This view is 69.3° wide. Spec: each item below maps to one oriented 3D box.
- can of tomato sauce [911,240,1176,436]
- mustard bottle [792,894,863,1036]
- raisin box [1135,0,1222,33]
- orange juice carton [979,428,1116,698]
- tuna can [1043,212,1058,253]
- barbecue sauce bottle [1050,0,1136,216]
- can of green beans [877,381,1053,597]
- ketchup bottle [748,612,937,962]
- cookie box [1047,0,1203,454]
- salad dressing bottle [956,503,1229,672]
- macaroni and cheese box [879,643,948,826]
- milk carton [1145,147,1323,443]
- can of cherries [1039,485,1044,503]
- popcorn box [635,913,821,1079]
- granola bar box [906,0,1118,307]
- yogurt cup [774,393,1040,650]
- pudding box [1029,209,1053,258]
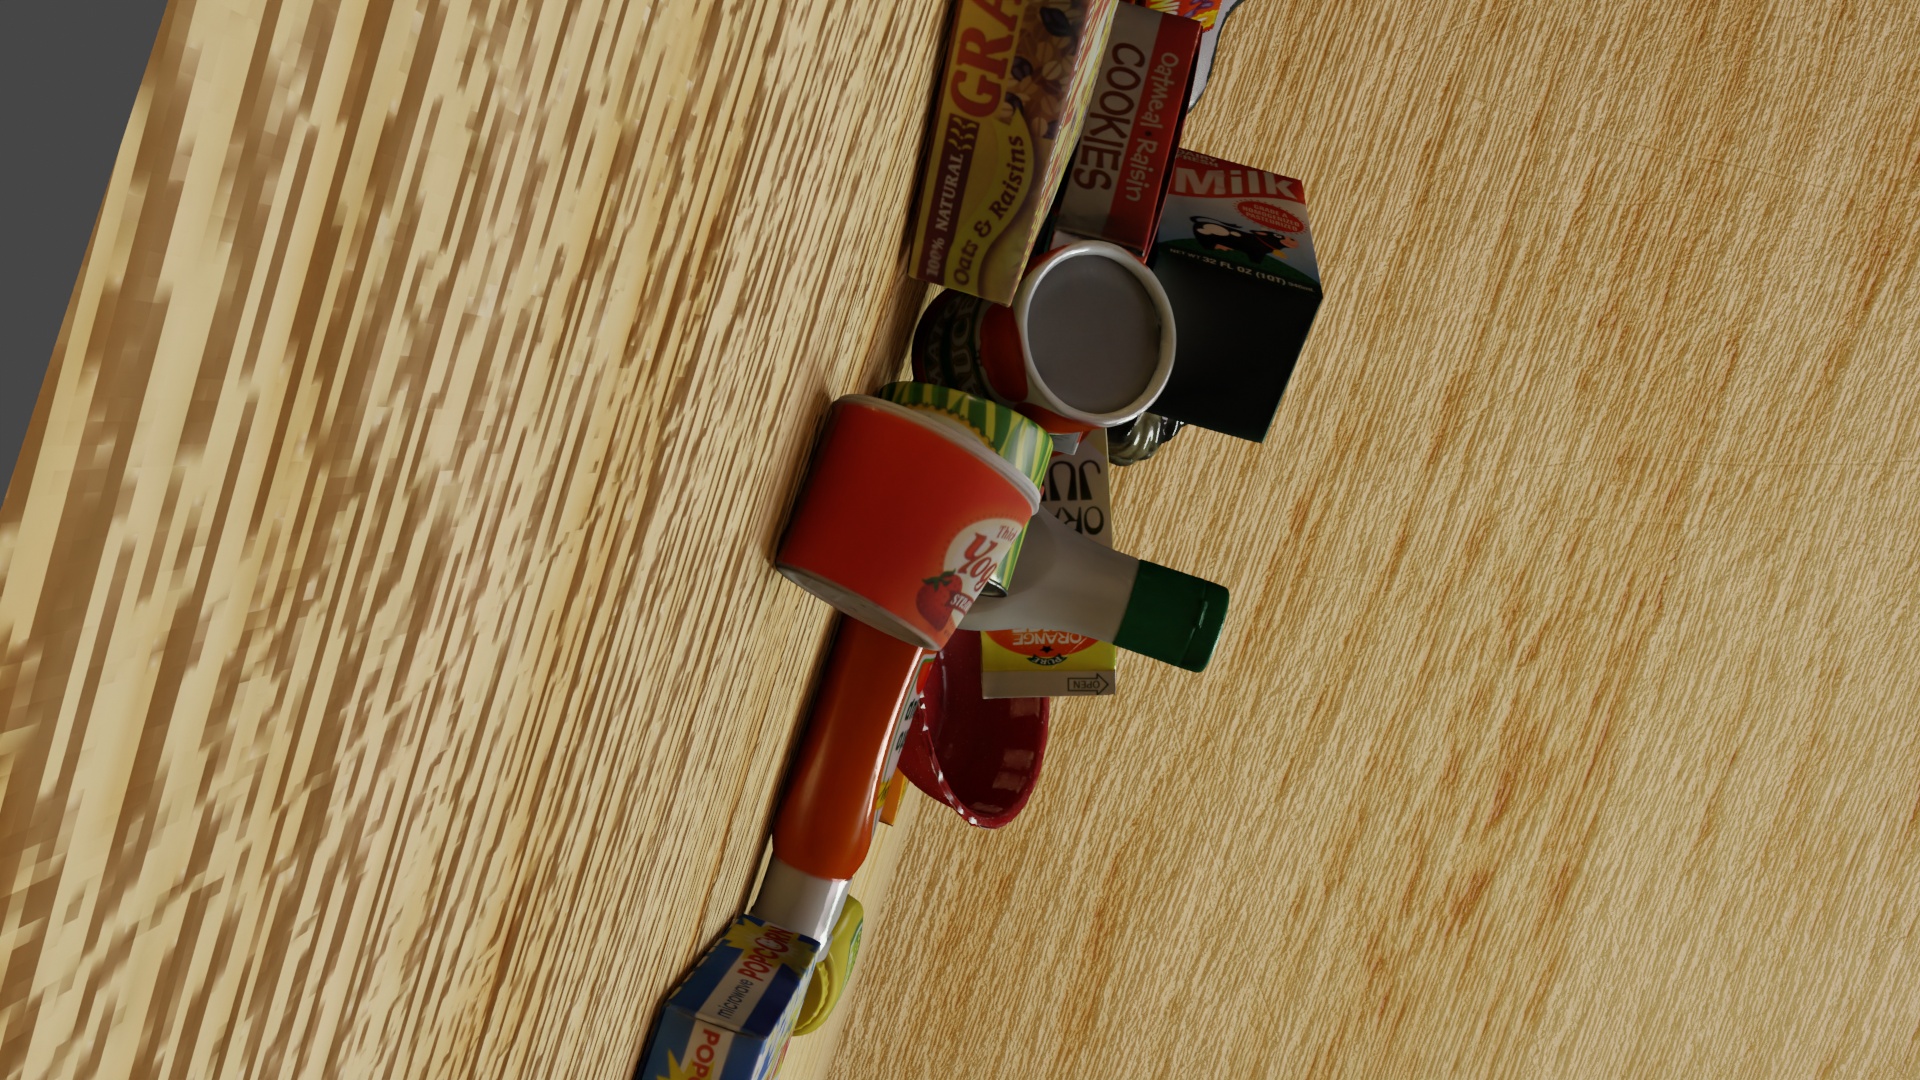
[{"bbox_3d":[0.027,-0.070,0.510,0.083,0.071,0.071,-2,-114,63],"label":"can of tomato sauce"},{"bbox_3d":[-0.078,0.202,0.655,0.160,0.049,0.065,77,30,-84],"label":"mustard bottle"},{"bbox_3d":[0.086,-0.271,0.580,0.123,0.040,0.086,11,66,-86],"label":"raisin box"},{"bbox_3d":[0.042,-0.013,0.736,0.073,0.072,0.193,83,4,-81],"label":"orange juice carton"},{"bbox_3d":[0.035,-0.150,0.750,0.071,0.033,0.071,11,97,-87],"label":"tuna can"},{"bbox_3d":[0.056,-0.214,0.660,0.148,0.044,0.065,93,14,-76],"label":"barbecue sauce bottle"},{"bbox_3d":[-0.006,-0.017,0.489,0.071,0.071,0.058,89,19,-81],"label":"can of green beans"},{"bbox_3d":[-0.052,0.103,0.595,0.065,0.043,0.148,143,-35,-89],"label":"ketchup bottle"},{"bbox_3d":[0.060,-0.131,0.615,0.166,0.040,0.123,104,1,-66],"label":"cookie box"},{"bbox_3d":[0.031,0.013,0.551,0.044,0.148,0.064,98,11,-73],"label":"salad dressing bottle"},{"bbox_3d":[-0.029,0.083,0.908,0.123,0.040,0.167,104,6,-51],"label":"macaroni and cheese box"},{"bbox_3d":[0.117,-0.128,0.652,0.191,0.072,0.073,-74,179,-56],"label":"milk carton"},{"bbox_3d":[0.002,-0.008,0.664,0.071,0.071,0.058,-15,122,-86],"label":"can of cherries"},{"bbox_3d":[-0.090,0.197,0.510,0.126,0.038,0.085,36,71,-87],"label":"popcorn box"},{"bbox_3d":[0.028,-0.176,0.434,0.164,0.039,0.125,105,3,-45],"label":"granola bar box"},{"bbox_3d":[-0.018,-0.003,0.404,0.054,0.072,0.072,-63,175,-10],"label":"yogurt cup"},{"bbox_3d":[0.016,-0.117,0.637,0.084,0.030,0.049,-69,175,-48],"label":"pudding box"}]
